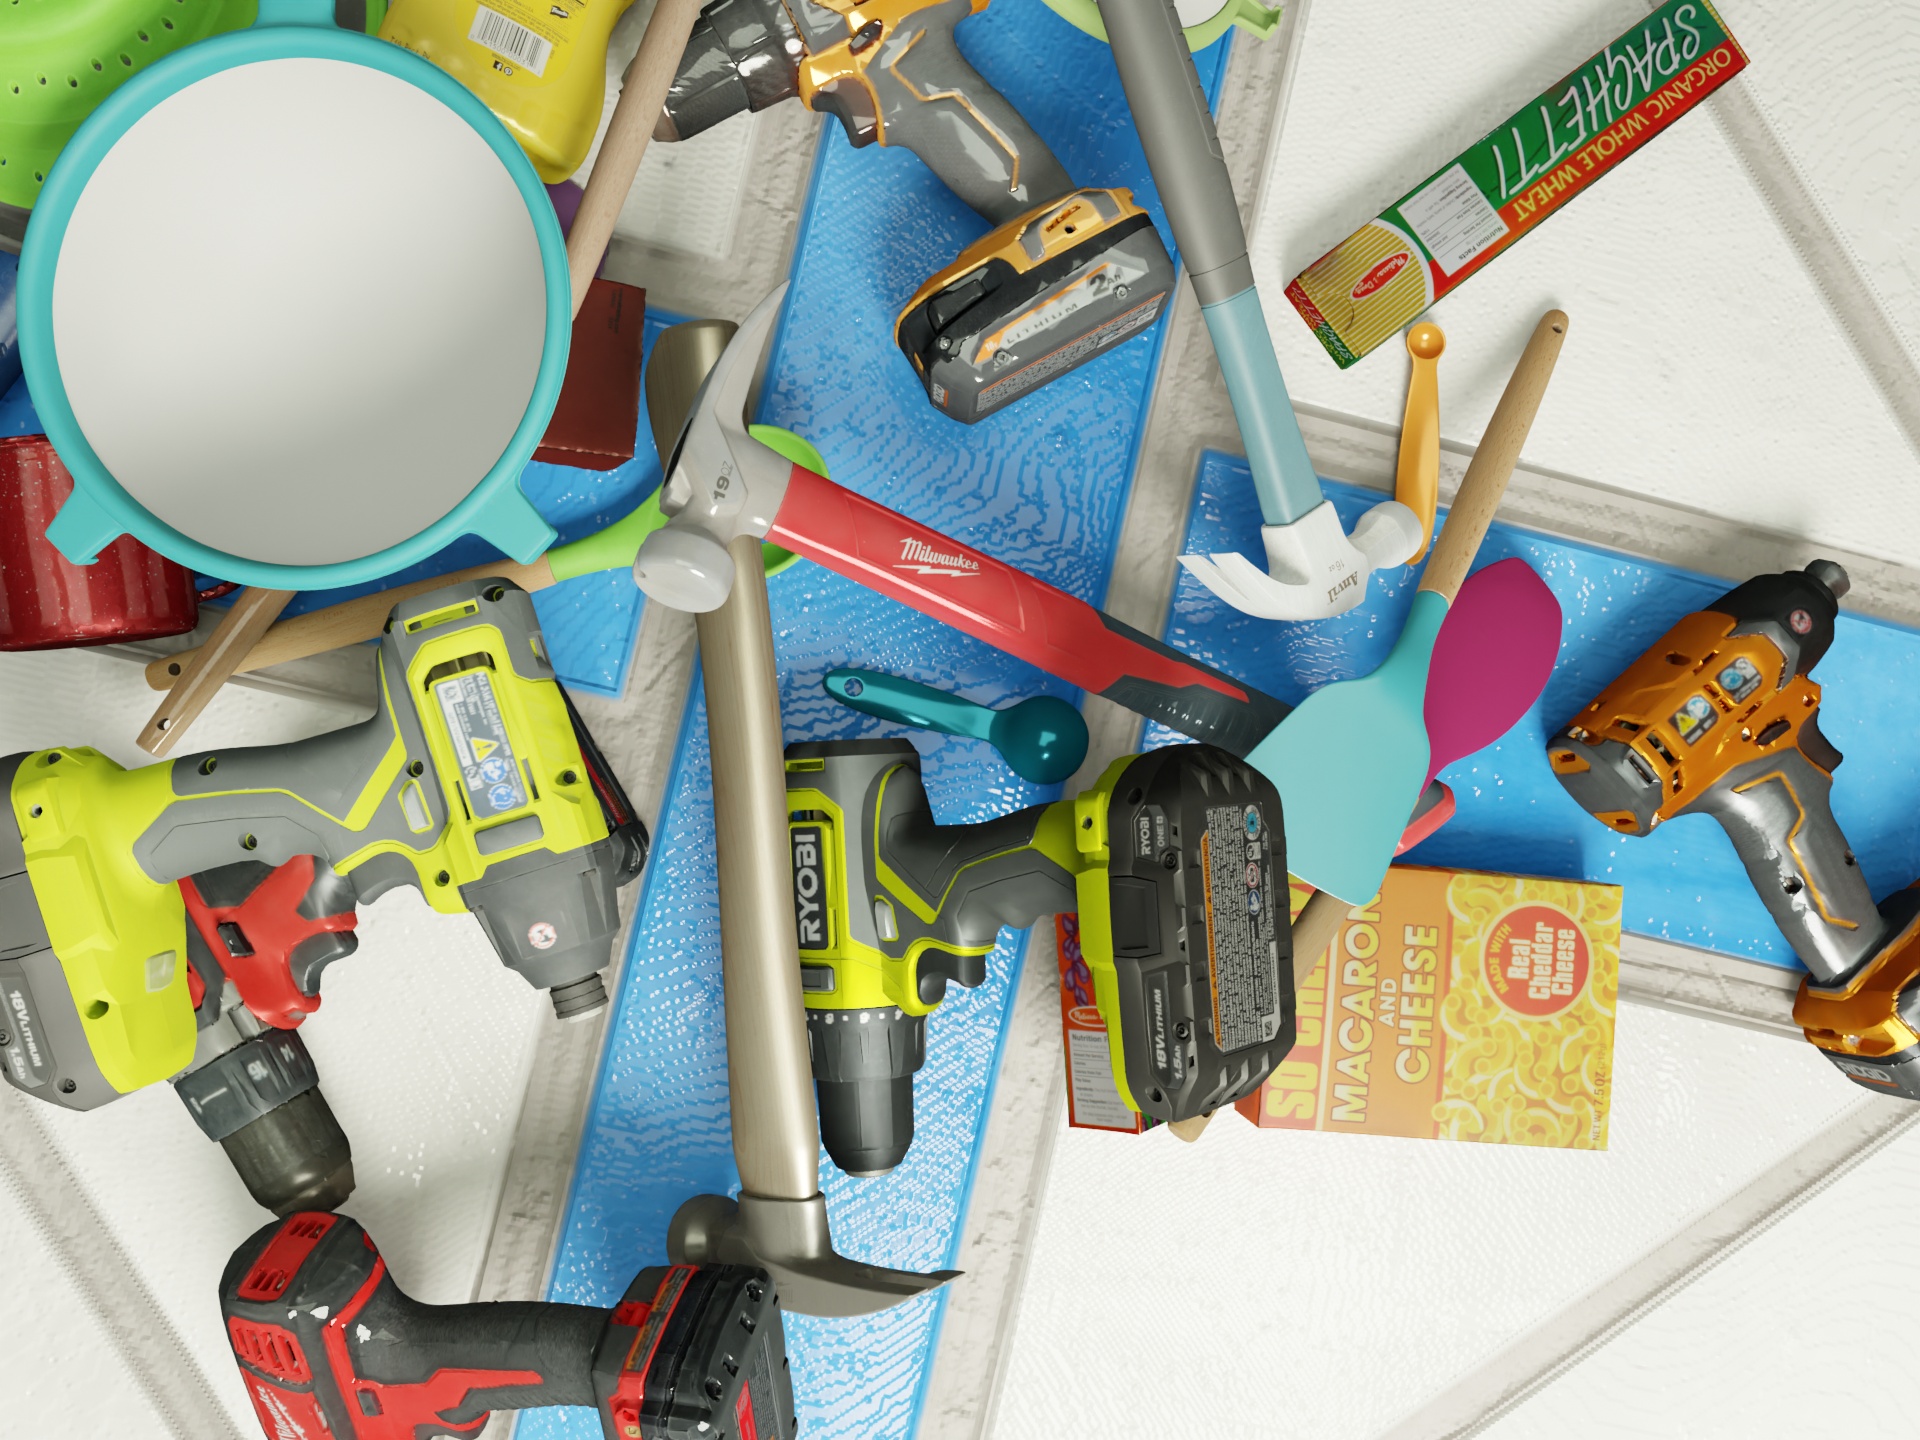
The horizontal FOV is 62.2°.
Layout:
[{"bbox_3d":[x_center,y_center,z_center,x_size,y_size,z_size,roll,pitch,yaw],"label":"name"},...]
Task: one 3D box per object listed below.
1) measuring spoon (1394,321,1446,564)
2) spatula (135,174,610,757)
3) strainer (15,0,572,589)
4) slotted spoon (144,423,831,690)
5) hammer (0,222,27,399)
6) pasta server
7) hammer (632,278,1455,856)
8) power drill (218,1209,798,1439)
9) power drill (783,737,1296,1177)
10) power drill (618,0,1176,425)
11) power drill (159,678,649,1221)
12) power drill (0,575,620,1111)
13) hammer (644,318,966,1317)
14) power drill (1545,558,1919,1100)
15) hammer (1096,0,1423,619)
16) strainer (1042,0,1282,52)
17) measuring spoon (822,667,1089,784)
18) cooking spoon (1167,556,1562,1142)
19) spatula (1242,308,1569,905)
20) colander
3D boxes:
[{"bbox_3d":[0.220,-0.133,0.767,0.021,0.011,0.117,3,91,-5],"label":"measuring spoon"},{"bbox_3d":[-0.259,-0.115,0.706,0.059,0.018,0.316,36,79,-8],"label":"spatula"},{"bbox_3d":[-0.250,-0.220,0.637,0.211,0.095,0.340,0,90,2],"label":"strainer"},{"bbox_3d":[-0.209,-0.064,0.715,0.313,0.031,0.070,-17,89,-4],"label":"slotted spoon"},{"bbox_3d":[-0.504,-0.036,0.681,0.144,0.035,0.405,34,85,-3],"label":"hammer"},{"bbox_3d":[-0.113,-0.313,0.684,0.060,0.040,0.316,16,82,21],"label":"pasta server"},{"bbox_3d":[0.059,-0.044,0.689,0.386,0.038,0.143,24,64,-20],"label":"hammer"},{"bbox_3d":[-0.184,0.277,0.647,0.220,0.079,0.143,3,119,12],"label":"power drill"},{"bbox_3d":[0.016,0.098,0.651,0.080,0.228,0.190,0,86,-50],"label":"power drill"},{"bbox_3d":[-0.029,-0.249,0.714,0.185,0.084,0.226,-29,87,-4],"label":"power drill"},{"bbox_3d":[-0.248,0.089,0.681,0.226,0.080,0.188,-30,91,-3],"label":"power drill"},{"bbox_3d":[-0.250,0.058,0.609,0.223,0.080,0.171,-18,90,-3],"label":"power drill"},{"bbox_3d":[-0.081,0.036,0.662,0.038,0.146,0.411,-3,87,-49],"label":"hammer"},{"bbox_3d":[0.407,0.043,0.742,0.164,0.084,0.226,-41,88,-6],"label":"power drill"},{"bbox_3d":[0.110,-0.194,0.674,0.128,0.033,0.330,-34,112,-32],"label":"hammer"},{"bbox_3d":[0.040,-0.360,0.671,0.256,0.069,0.151,-23,84,-36],"label":"strainer"},{"bbox_3d":[-0.001,-0.002,0.732,0.128,0.021,0.042,15,86,-6],"label":"measuring spoon"},{"bbox_3d":[0.182,0.051,0.696,0.068,0.017,0.319,44,70,-15],"label":"cooking spoon"},{"bbox_3d":[0.214,-0.070,0.716,0.082,0.044,0.318,32,65,-2],"label":"spatula"},{"bbox_3d":[-0.450,-0.302,0.653,0.397,0.094,0.205,1,76,-2],"label":"colander"}]
